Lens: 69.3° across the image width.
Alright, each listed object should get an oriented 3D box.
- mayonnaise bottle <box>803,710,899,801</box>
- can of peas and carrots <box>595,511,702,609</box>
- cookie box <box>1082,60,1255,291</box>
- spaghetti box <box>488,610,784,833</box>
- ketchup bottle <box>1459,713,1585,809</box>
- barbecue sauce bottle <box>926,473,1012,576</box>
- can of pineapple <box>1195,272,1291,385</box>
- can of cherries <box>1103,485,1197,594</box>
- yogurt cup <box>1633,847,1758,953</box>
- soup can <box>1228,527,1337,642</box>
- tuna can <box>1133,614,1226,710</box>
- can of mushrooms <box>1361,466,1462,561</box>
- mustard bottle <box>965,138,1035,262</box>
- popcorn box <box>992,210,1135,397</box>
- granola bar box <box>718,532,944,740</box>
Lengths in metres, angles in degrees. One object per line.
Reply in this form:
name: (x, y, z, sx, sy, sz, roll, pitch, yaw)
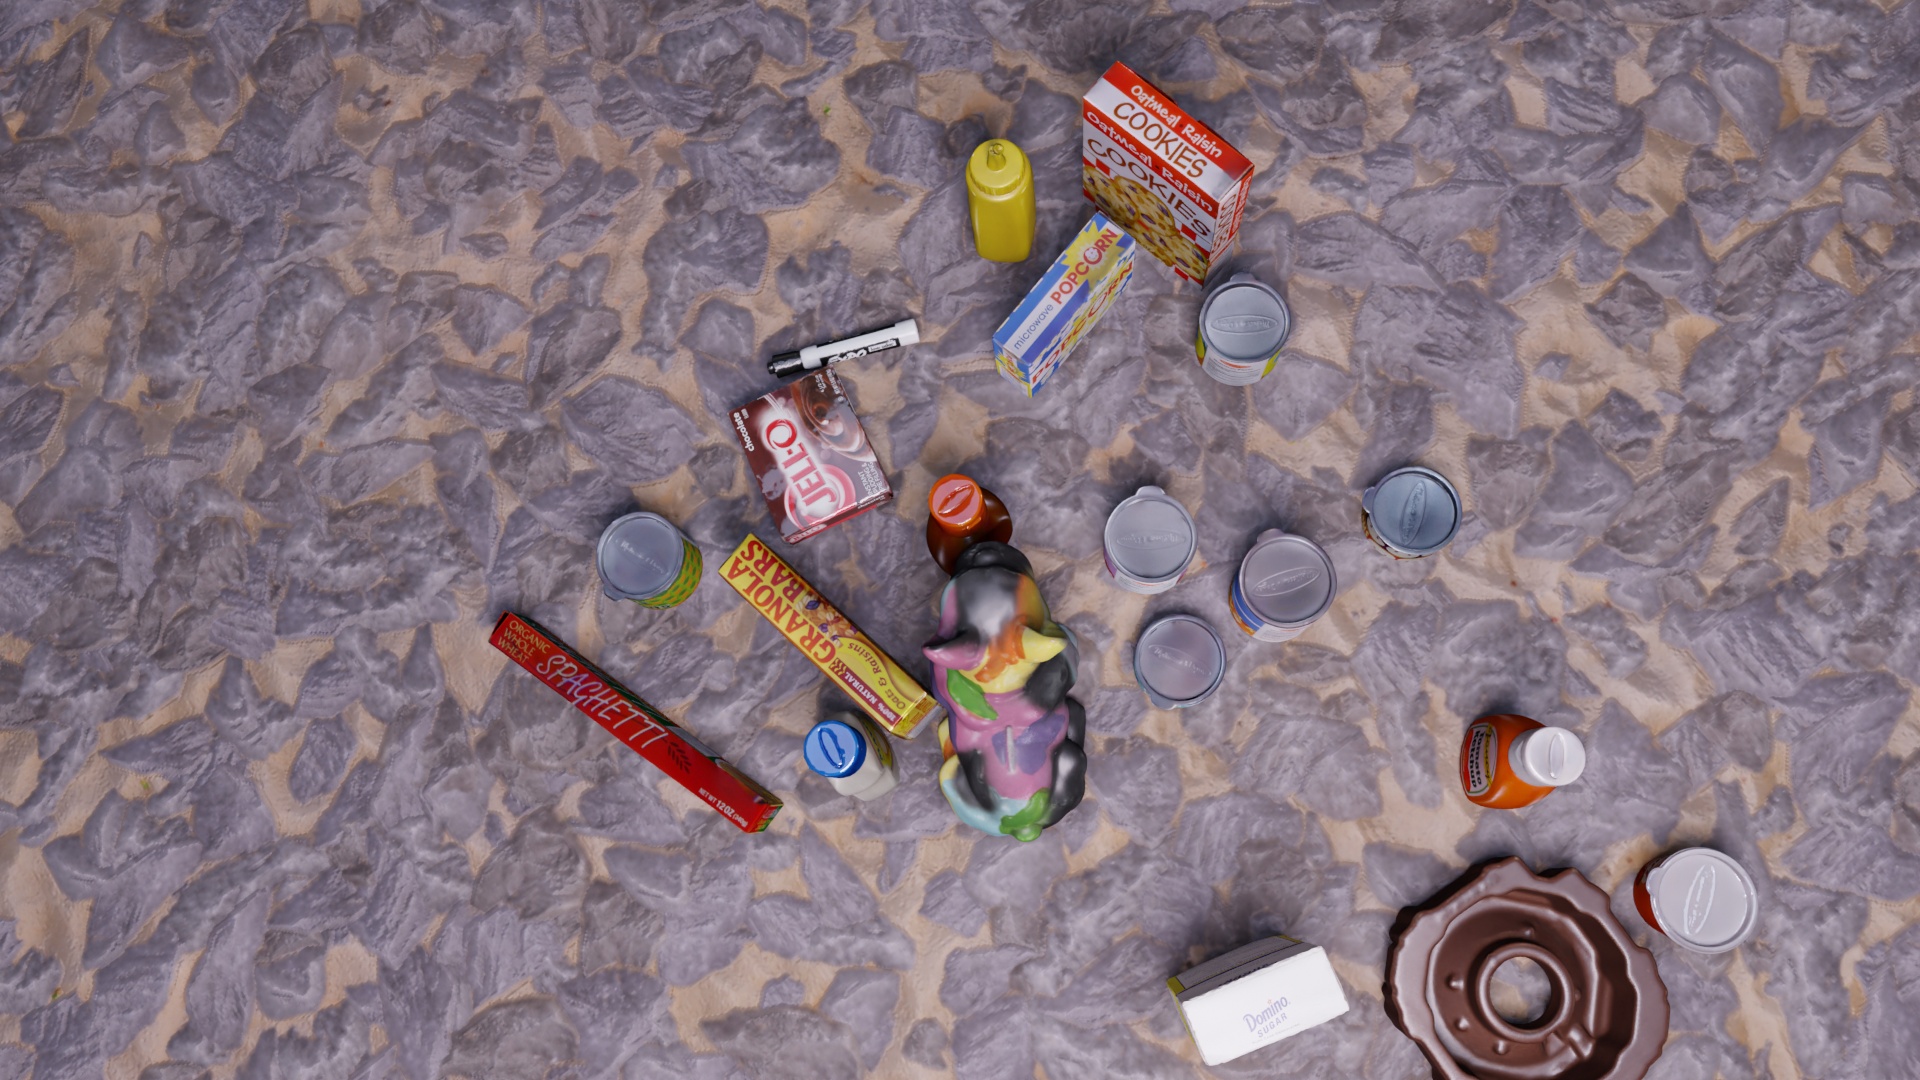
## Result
mayonnaise bottle: (-0.076, 0.147, 0.959, 0.041, 0.148, 0.065, -28, 78, -1)
can of peas and carrots: (-0.234, 0.018, 1.045, 0.071, 0.058, 0.071, -1, 79, 5)
cookie box: (0.147, -0.262, 1.014, 0.123, 0.167, 0.040, 41, 85, 11)
spaghetti box: (-0.241, 0.133, 1.026, 0.250, 0.050, 0.029, 34, 84, 11)
ketchup bottle: (0.371, 0.145, 0.920, 0.043, 0.148, 0.065, 6, 80, 6)
barbecue sauce bottle: (0.004, -0.012, 0.985, 0.065, 0.148, 0.044, -39, 78, -3)
can of pineapple: (0.211, -0.157, 1.043, 0.071, 0.057, 0.071, -1, 79, 5)
can of cherries: (0.139, 0.001, 1.017, 0.071, 0.058, 0.071, -1, 79, 5)
yogurt cup: (0.492, 0.241, 0.938, 0.072, 0.054, 0.072, -1, 79, 5)
soup can: (0.227, 0.033, 0.989, 0.071, 0.083, 0.071, -1, 79, 5)
tuna can: (0.158, 0.091, 1.009, 0.071, 0.032, 0.071, -1, 78, 5)
can of mushrooms: (0.327, -0.020, 1.017, 0.071, 0.033, 0.071, -1, 78, 5)
mustard bottle: (0.030, -0.259, 1.028, 0.049, 0.160, 0.065, 3, 79, 6)
popcorn box: (0.078, -0.175, 1.044, 0.038, 0.085, 0.127, 39, 84, 11)
granola bar box: (-0.089, 0.073, 0.988, 0.166, 0.124, 0.039, 41, 85, 11)
